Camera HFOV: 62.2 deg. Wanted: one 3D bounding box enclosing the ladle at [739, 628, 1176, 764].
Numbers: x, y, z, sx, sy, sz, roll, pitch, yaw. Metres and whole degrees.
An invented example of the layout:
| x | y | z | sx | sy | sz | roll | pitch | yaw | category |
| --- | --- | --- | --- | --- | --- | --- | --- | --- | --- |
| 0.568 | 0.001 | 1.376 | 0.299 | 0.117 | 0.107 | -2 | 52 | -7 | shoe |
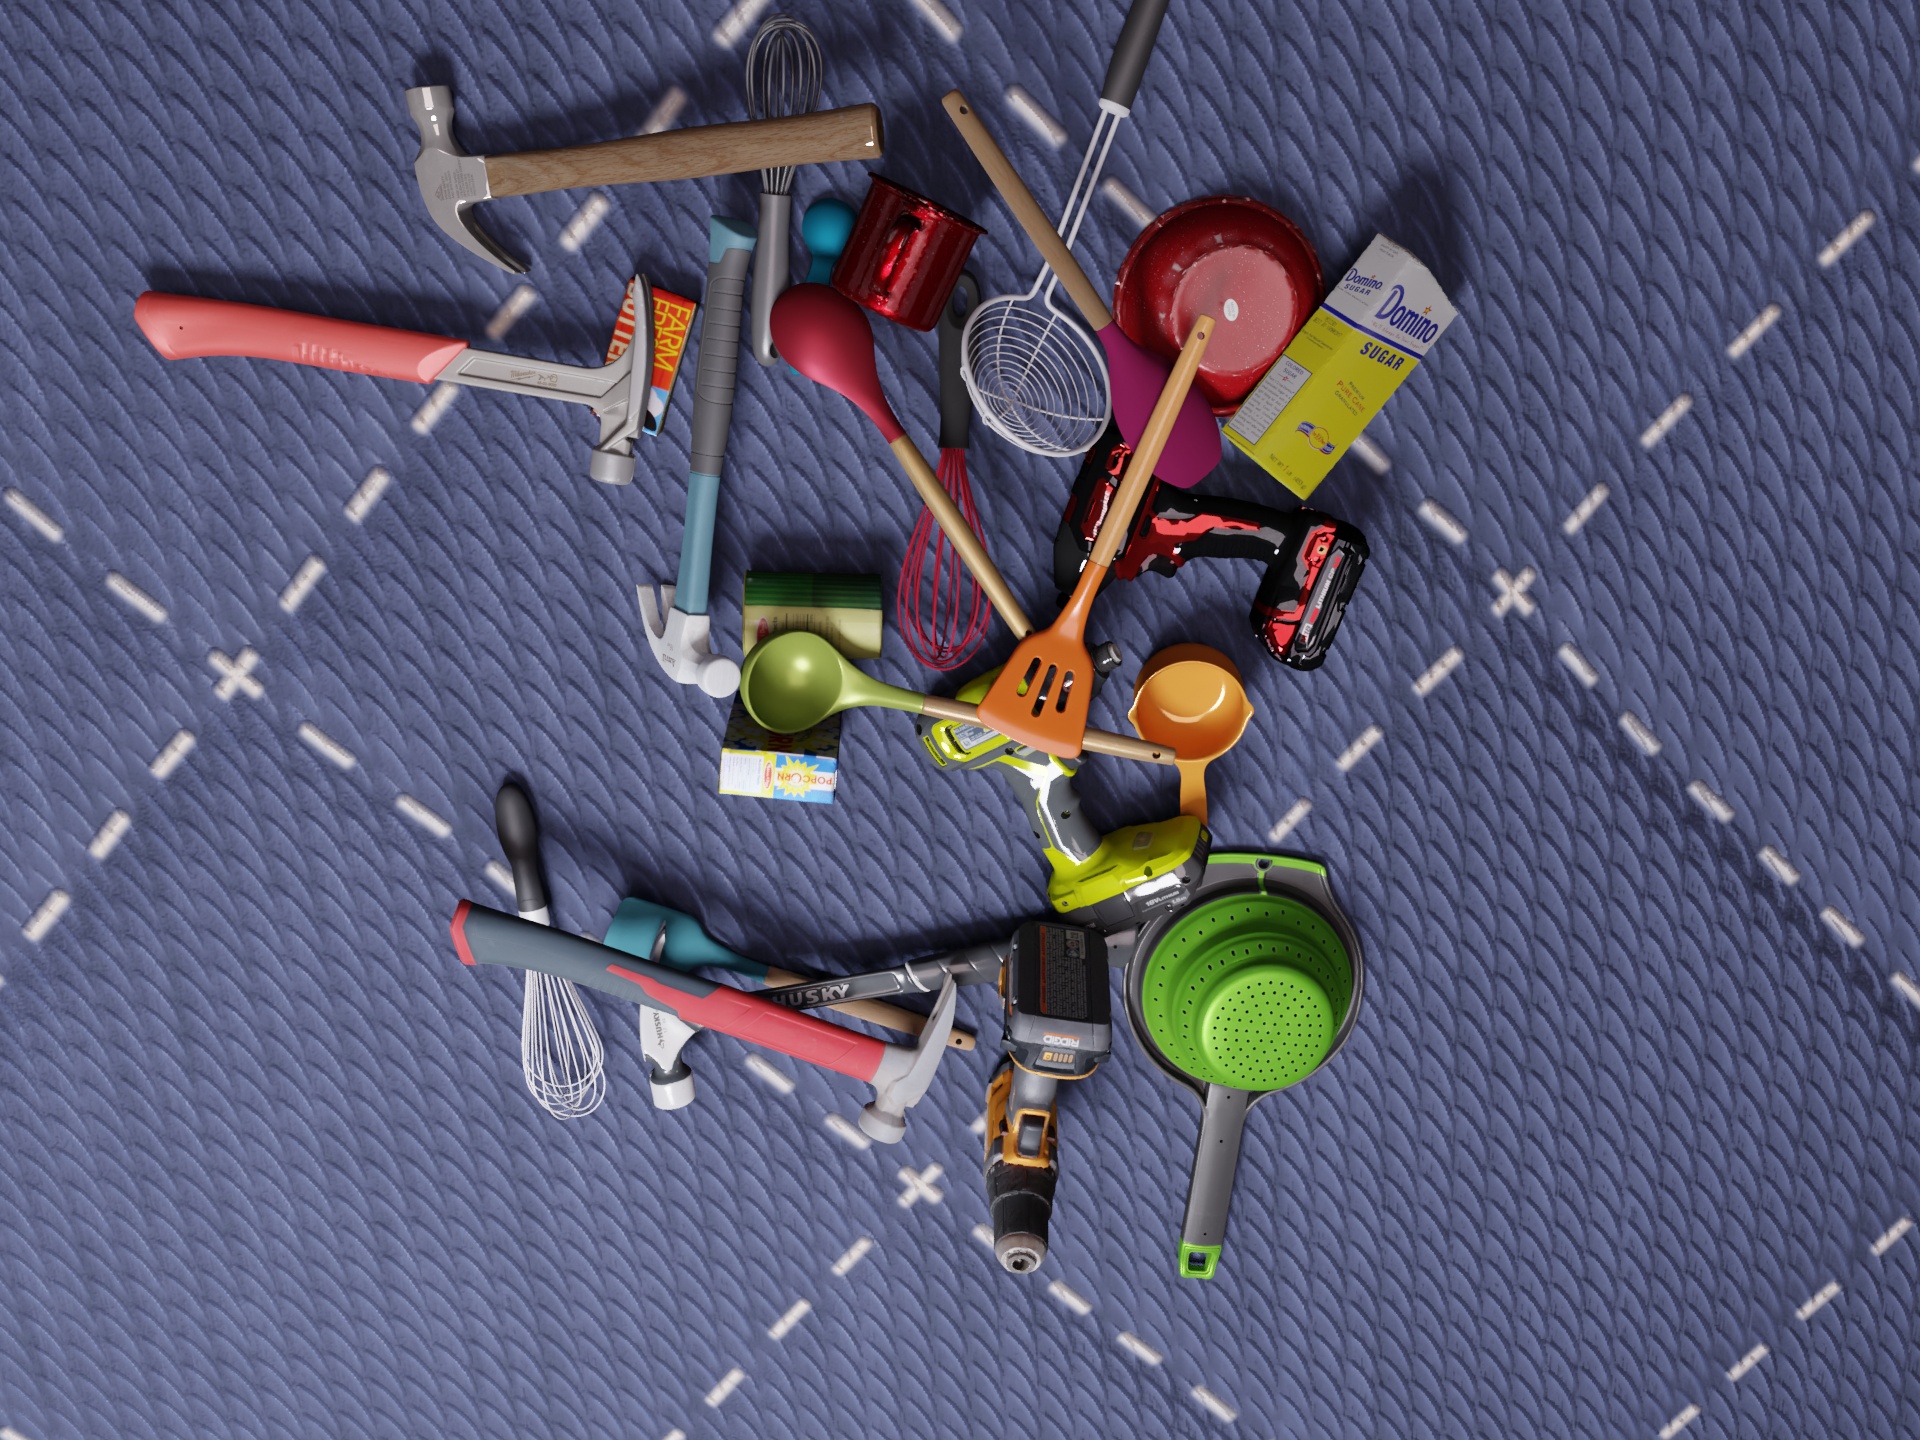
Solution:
| x | y | z | sx | sy | sz | roll | pitch | yaw | category |
| --- | --- | --- | --- | --- | --- | --- | --- | --- | --- |
| -0.002 | -0.004 | 1.149 | 0.320 | 0.062 | 0.078 | 12 | 105 | 3 | ladle |

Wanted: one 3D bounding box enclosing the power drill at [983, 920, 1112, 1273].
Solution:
| x | y | z | sx | sy | sz | roll | pitch | yaw | category |
| --- | --- | --- | --- | --- | --- | --- | --- | --- | --- |
| 0.059 | 0.293 | 1.226 | 0.084 | 0.185 | 0.226 | 8 | 124 | -3 | power drill |

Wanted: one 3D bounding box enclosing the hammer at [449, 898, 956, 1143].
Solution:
| x | y | z | sx | sy | sz | roll | pitch | yaw | category |
| --- | --- | --- | --- | --- | --- | --- | --- | --- | --- |
| -0.194 | 0.200 | 1.217 | 0.386 | 0.038 | 0.143 | 22 | 97 | -14 | hammer |

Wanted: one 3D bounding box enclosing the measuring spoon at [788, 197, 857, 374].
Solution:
| x | y | z | sx | sy | sz | roll | pitch | yaw | category |
| --- | --- | --- | --- | --- | --- | --- | --- | --- | --- |
| -0.105 | -0.314 | 1.154 | 0.042 | 0.021 | 0.128 | 14 | 104 | -7 | measuring spoon |

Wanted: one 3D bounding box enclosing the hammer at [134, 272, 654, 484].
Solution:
| x | y | z | sx | sy | sz | roll | pitch | yaw | category |
| --- | --- | --- | --- | --- | --- | --- | --- | --- | --- |
| -0.400 | -0.270 | 1.131 | 0.359 | 0.037 | 0.149 | 9 | 105 | -1 | hammer |

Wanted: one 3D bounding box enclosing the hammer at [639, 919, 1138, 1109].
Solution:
| x | y | z | sx | sy | sz | roll | pitch | yaw | category |
| --- | --- | --- | --- | --- | --- | --- | --- | --- | --- |
| -0.055 | 0.204 | 1.280 | 0.409 | 0.036 | 0.149 | -9 | 105 | -8 | hammer |

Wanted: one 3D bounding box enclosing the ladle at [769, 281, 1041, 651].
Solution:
| x | y | z | sx | sy | sz | roll | pitch | yaw | category |
| --- | --- | --- | --- | --- | --- | --- | --- | --- | --- |
| -0.032 | -0.180 | 1.142 | 0.069 | 0.031 | 0.315 | -36 | 97 | -14 | ladle |

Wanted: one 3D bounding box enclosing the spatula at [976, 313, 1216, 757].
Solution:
| x | y | z | sx | sy | sz | roll | pitch | yaw | category |
| --- | --- | --- | --- | --- | --- | --- | --- | --- | --- |
| 0.108 | -0.132 | 1.120 | 0.081 | 0.041 | 0.322 | 23 | 101 | -2 | spatula |

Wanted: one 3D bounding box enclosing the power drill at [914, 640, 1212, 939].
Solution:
| x | y | z | sx | sy | sz | roll | pitch | yaw | category |
| --- | --- | --- | --- | --- | --- | --- | --- | --- | --- |
| 0.092 | 0.049 | 1.222 | 0.171 | 0.080 | 0.223 | -26 | 107 | 28 | power drill |

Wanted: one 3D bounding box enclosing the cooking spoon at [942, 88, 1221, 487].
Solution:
| x | y | z | sx | sy | sz | roll | pitch | yaw | category |
| --- | --- | --- | --- | --- | --- | --- | --- | --- | --- |
| 0.085 | -0.294 | 1.095 | 0.069 | 0.017 | 0.318 | -41 | 110 | -7 | cooking spoon |

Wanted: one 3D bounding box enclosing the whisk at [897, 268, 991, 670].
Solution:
| x | y | z | sx | sy | sz | roll | pitch | yaw | category |
| --- | --- | --- | --- | --- | --- | --- | --- | --- | --- |
| -0.007 | -0.183 | 1.183 | 0.073 | 0.073 | 0.296 | 2 | 100 | -4 | whisk |

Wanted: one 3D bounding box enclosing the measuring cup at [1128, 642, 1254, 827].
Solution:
| x | y | z | sx | sy | sz | roll | pitch | yaw | category |
| --- | --- | --- | --- | --- | --- | --- | --- | --- | --- |
| 0.181 | 0.020 | 1.254 | 0.095 | 0.052 | 0.173 | -3 | 119 | 6 | measuring cup |

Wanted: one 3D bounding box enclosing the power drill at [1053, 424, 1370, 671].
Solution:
| x | y | z | sx | sy | sz | roll | pitch | yaw | category |
| --- | --- | --- | --- | --- | --- | --- | --- | --- | --- |
| 0.180 | -0.121 | 1.200 | 0.219 | 0.078 | 0.143 | 20 | 103 | -5 | power drill |

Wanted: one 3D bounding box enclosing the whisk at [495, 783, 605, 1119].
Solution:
| x | y | z | sx | sy | sz | roll | pitch | yaw | category |
| --- | --- | --- | --- | --- | --- | --- | --- | --- | --- |
| -0.334 | 0.187 | 1.275 | 0.070 | 0.070 | 0.284 | -8 | 102 | -1 | whisk |

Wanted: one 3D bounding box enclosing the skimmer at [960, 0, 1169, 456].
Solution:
| x | y | z | sx | sy | sz | roll | pitch | yaw | category |
| --- | --- | --- | --- | --- | --- | --- | --- | --- | --- |
| 0.099 | -0.368 | 1.114 | 0.127 | 0.090 | 0.363 | 14 | 104 | -27 | skimmer |

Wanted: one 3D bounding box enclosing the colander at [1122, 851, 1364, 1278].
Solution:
| x | y | z | sx | sy | sz | roll | pitch | yaw | category |
| --- | --- | --- | --- | --- | --- | --- | --- | --- | --- |
| 0.230 | 0.310 | 1.316 | 0.204 | 0.094 | 0.397 | 5 | 106 | -4 | colander |

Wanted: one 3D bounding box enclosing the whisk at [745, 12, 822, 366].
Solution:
| x | y | z | sx | sy | sz | roll | pitch | yaw | category |
| --- | --- | --- | --- | --- | --- | --- | --- | --- | --- |
| -0.130 | -0.372 | 1.128 | 0.055 | 0.055 | 0.238 | 5 | 111 | -4 | whisk |

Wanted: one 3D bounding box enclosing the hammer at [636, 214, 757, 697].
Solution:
| x | y | z | sx | sy | sz | roll | pitch | yaw | category |
| --- | --- | --- | --- | --- | --- | --- | --- | --- | --- |
| -0.181 | -0.191 | 1.141 | 0.033 | 0.128 | 0.331 | 0 | 104 | -35 | hammer |

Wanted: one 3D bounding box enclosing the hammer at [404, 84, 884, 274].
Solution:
| x | y | z | sx | sy | sz | roll | pitch | yaw | category |
| --- | --- | --- | --- | --- | --- | --- | --- | --- | --- |
| -0.215 | -0.384 | 1.094 | 0.331 | 0.031 | 0.130 | -3 | 110 | 10 | hammer |

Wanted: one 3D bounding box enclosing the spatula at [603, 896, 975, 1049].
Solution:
| x | y | z | sx | sy | sz | roll | pitch | yaw | category |
| --- | --- | --- | --- | --- | --- | --- | --- | --- | --- |
| -0.135 | 0.222 | 1.298 | 0.317 | 0.044 | 0.082 | 20 | 101 | -9 | spatula |
